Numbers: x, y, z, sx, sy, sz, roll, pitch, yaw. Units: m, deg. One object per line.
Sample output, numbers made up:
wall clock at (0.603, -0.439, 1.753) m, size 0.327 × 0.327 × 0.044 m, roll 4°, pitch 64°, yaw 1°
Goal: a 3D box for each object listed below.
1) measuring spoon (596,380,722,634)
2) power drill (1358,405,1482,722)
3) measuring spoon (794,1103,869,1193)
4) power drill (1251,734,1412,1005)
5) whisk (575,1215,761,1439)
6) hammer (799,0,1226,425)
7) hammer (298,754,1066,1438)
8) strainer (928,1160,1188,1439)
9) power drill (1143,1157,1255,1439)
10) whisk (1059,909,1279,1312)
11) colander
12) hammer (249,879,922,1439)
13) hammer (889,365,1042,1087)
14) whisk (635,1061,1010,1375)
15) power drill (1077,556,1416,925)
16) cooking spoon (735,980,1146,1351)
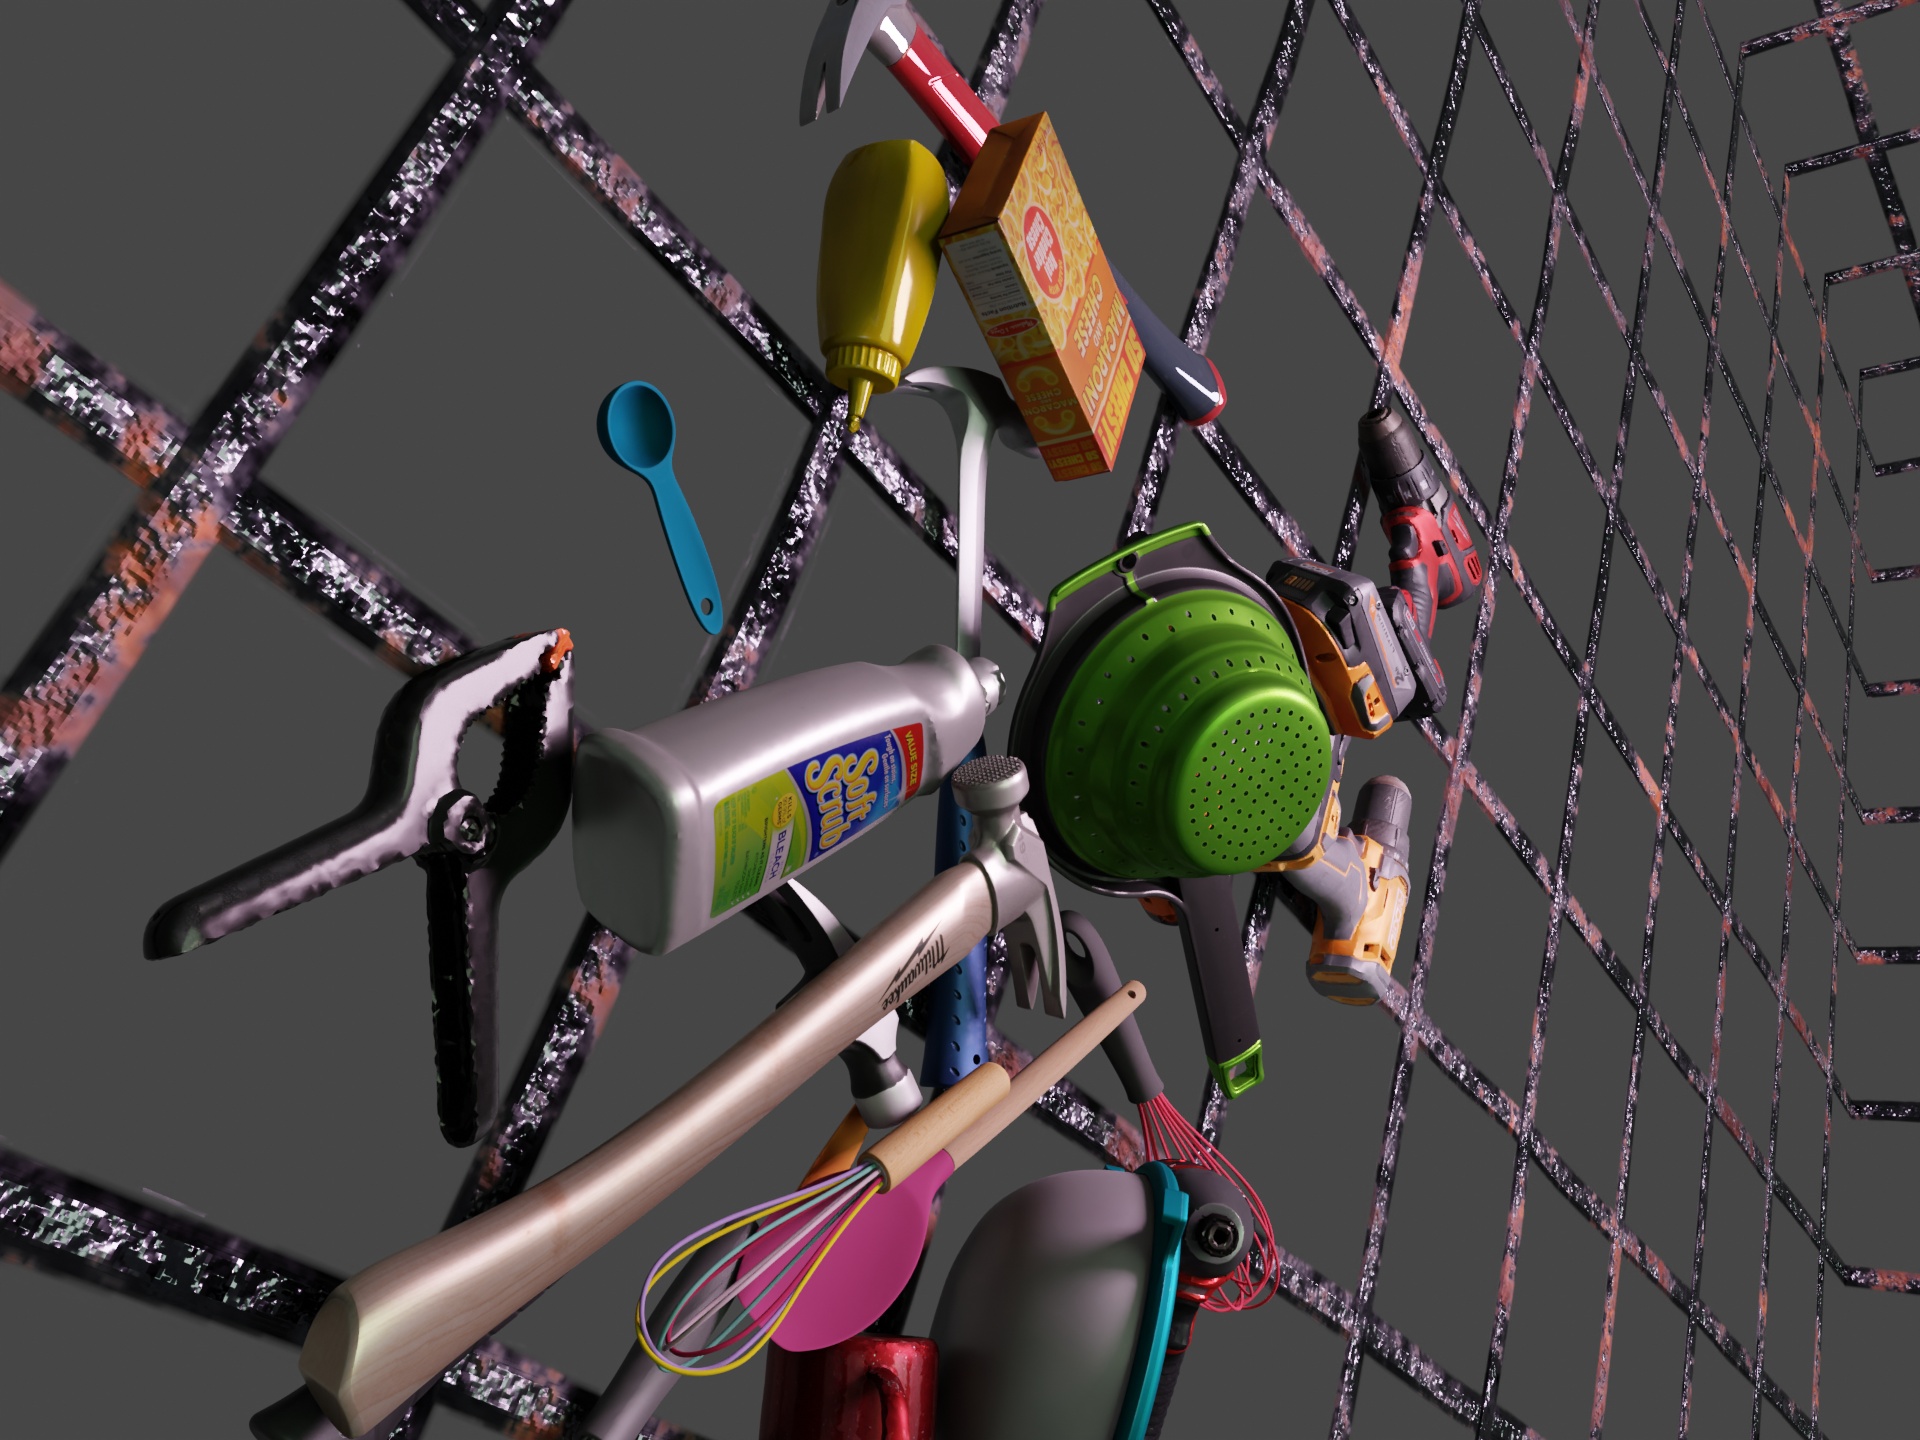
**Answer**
measuring spoon at (-0.143, -0.098, 0.757) m, size 0.042 × 0.021 × 0.128 m, roll -44°, pitch 126°, yaw -44°
power drill at (0.349, -0.127, 1.284) m, size 0.187 × 0.080 × 0.227 m, roll 57°, pitch 44°, yaw -27°
measuring spoon at (-0.065, 0.220, 0.804) m, size 0.021 × 0.011 × 0.117 m, roll 51°, pitch 53°, yaw -25°
power drill at (0.269, 0.077, 1.157) m, size 0.226 × 0.084 × 0.185 m, roll 49°, pitch 50°, yaw -38°
whisk at (-0.151, 0.300, 0.664) m, size 0.239 × 0.055 × 0.055 m, roll -52°, pitch 122°, yaw -45°
hammer at (0.051, -0.298, 0.990) m, size 0.385 × 0.038 × 0.143 m, roll 39°, pitch 58°, yaw -39°
hammer at (-0.090, 0.164, 0.694) m, size 0.410 × 0.038 × 0.146 m, roll -33°, pitch 119°, yaw -42°
strainer at (0.013, 0.374, 0.791) m, size 0.095 × 0.211 × 0.340 m, roll 20°, pitch 77°, yaw 0°
power drill at (0.108, 0.352, 0.865) m, size 0.078 × 0.143 × 0.220 m, roll 16°, pitch 78°, yaw -1°
whisk at (0.121, 0.245, 0.978) m, size 0.073 × 0.073 × 0.295 m, roll -38°, pitch 108°, yaw -45°
colander at (0.155, 0.087, 0.918) m, size 0.204 × 0.095 × 0.396 m, roll -27°, pitch 121°, yaw -18°
hammer at (-0.149, 0.194, 0.685) m, size 0.335 × 0.035 × 0.146 m, roll -34°, pitch 106°, yaw -45°
hammer at (-0.001, -0.003, 0.887) m, size 0.144 × 0.035 × 0.406 m, roll 13°, pitch 75°, yaw -48°
whisk at (-0.052, 0.223, 0.731) m, size 0.245 × 0.047 × 0.051 m, roll -26°, pitch 119°, yaw -48°
power drill at (0.169, 0.001, 0.995) m, size 0.226 × 0.084 × 0.164 m, roll -43°, pitch 125°, yaw -13°
cooking spoon at (0.007, 0.213, 0.818) m, size 0.069 × 0.017 × 0.319 m, roll 43°, pitch 42°, yaw 16°
